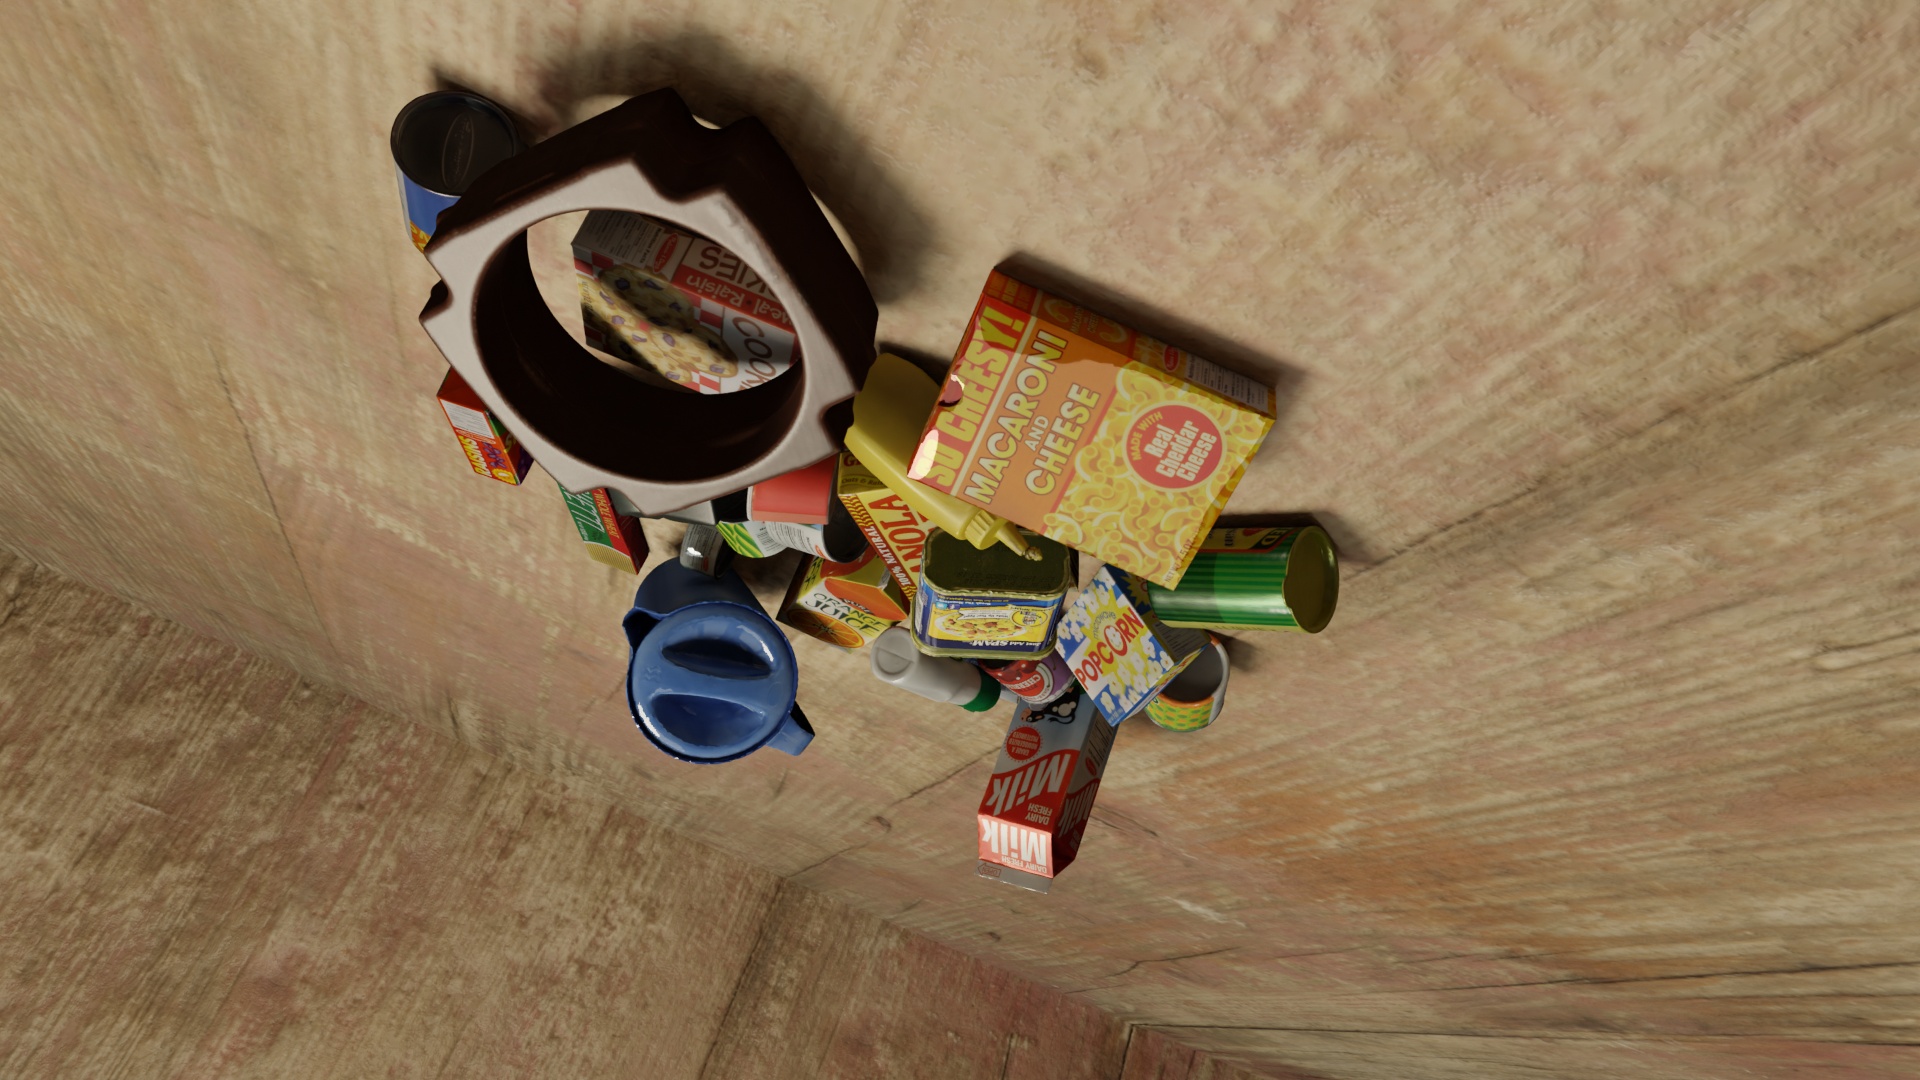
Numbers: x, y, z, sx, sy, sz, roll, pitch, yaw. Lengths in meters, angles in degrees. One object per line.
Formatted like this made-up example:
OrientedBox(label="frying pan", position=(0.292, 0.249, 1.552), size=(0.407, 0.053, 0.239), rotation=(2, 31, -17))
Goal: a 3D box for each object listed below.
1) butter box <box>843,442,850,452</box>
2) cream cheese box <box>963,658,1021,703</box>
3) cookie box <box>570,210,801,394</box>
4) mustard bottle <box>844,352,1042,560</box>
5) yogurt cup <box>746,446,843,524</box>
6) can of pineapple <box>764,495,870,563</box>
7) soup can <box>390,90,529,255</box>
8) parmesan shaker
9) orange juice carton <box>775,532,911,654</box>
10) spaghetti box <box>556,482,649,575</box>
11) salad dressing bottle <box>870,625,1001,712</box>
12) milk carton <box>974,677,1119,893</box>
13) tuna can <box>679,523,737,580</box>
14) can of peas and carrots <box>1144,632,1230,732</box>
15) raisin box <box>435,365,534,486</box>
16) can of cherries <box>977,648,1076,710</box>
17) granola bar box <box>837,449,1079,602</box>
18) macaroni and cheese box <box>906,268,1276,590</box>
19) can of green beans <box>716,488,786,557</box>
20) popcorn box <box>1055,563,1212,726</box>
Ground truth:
OrientedBox(label="butter box", position=(-0.067, -0.061, 0.957), size=(0.103, 0.024, 0.053), rotation=(24, 155, -7))
OrientedBox(label="cream cheese box", position=(0.010, 0.098, 1.196), size=(0.104, 0.053, 0.024), rotation=(17, 155, 10))
OrientedBox(label="cookie box", position=(-0.150, -0.131, 0.855), size=(0.167, 0.040, 0.122), rotation=(22, 157, -2))
OrientedBox(label="mustard bottle", position=(-0.009, -0.041, 0.833), size=(0.160, 0.065, 0.048), rotation=(47, 166, 16))
OrientedBox(label="yogurt cup", position=(-0.109, -0.042, 0.921), size=(0.054, 0.072, 0.072), rotation=(10, 156, -1))
OrientedBox(label="can of pineapple", position=(-0.100, -0.023, 1.010), size=(0.058, 0.071, 0.070), rotation=(16, 157, 31))
OrientedBox(label="soup can", position=(-0.280, -0.201, 0.785), size=(0.071, 0.071, 0.083), rotation=(25, 157, -7))
OrientedBox(label="parmesan shaker", position=(0.176, 0.025, 0.879), size=(0.103, 0.071, 0.071), rotation=(-1, 148, 42))
OrientedBox(label="orange juice carton", position=(-0.078, 0.027, 1.094), size=(0.073, 0.072, 0.192), rotation=(27, 156, -13))
OrientedBox(label="spaghetti box", position=(-0.318, -0.034, 1.219), size=(0.050, 0.029, 0.249), rotation=(19, 157, 4))
OrientedBox(label="salad dressing bottle", position=(-0.016, 0.106, 1.102), size=(0.064, 0.044, 0.147), rotation=(18, 173, 32))
OrientedBox(label="milk carton", position=(0.074, 0.207, 1.203), size=(0.072, 0.191, 0.073), rotation=(8, 153, 27))
OrientedBox(label="tuna can", position=(-0.202, -0.005, 1.143), size=(0.033, 0.071, 0.070), rotation=(21, 156, 4))
OrientedBox(label="can of peas and carrots", position=(0.169, 0.106, 1.063), size=(0.071, 0.071, 0.058), rotation=(16, 155, 13))
OrientedBox(label="raisin box", position=(-0.330, -0.105, 1.006), size=(0.040, 0.086, 0.123), rotation=(16, 156, 0))
OrientedBox(label="can of cherries", position=(0.055, 0.094, 1.127), size=(0.071, 0.072, 0.058), rotation=(-5, 144, 46))
OrientedBox(label="granola bar box", position=(0.003, -0.012, 0.941), size=(0.124, 0.039, 0.165), rotation=(-8, 148, 14))
OrientedBox(label="macaroni and cheese box", position=(0.069, -0.058, 0.758), size=(0.166, 0.040, 0.123), rotation=(23, 123, -3))
OrientedBox(label="can of green beans", position=(-0.157, -0.029, 1.049), size=(0.071, 0.071, 0.057), rotation=(13, 155, 18))
OrientedBox(label="popcorn box", position=(0.118, 0.071, 0.995), size=(0.085, 0.038, 0.126), rotation=(56, 152, 16))
